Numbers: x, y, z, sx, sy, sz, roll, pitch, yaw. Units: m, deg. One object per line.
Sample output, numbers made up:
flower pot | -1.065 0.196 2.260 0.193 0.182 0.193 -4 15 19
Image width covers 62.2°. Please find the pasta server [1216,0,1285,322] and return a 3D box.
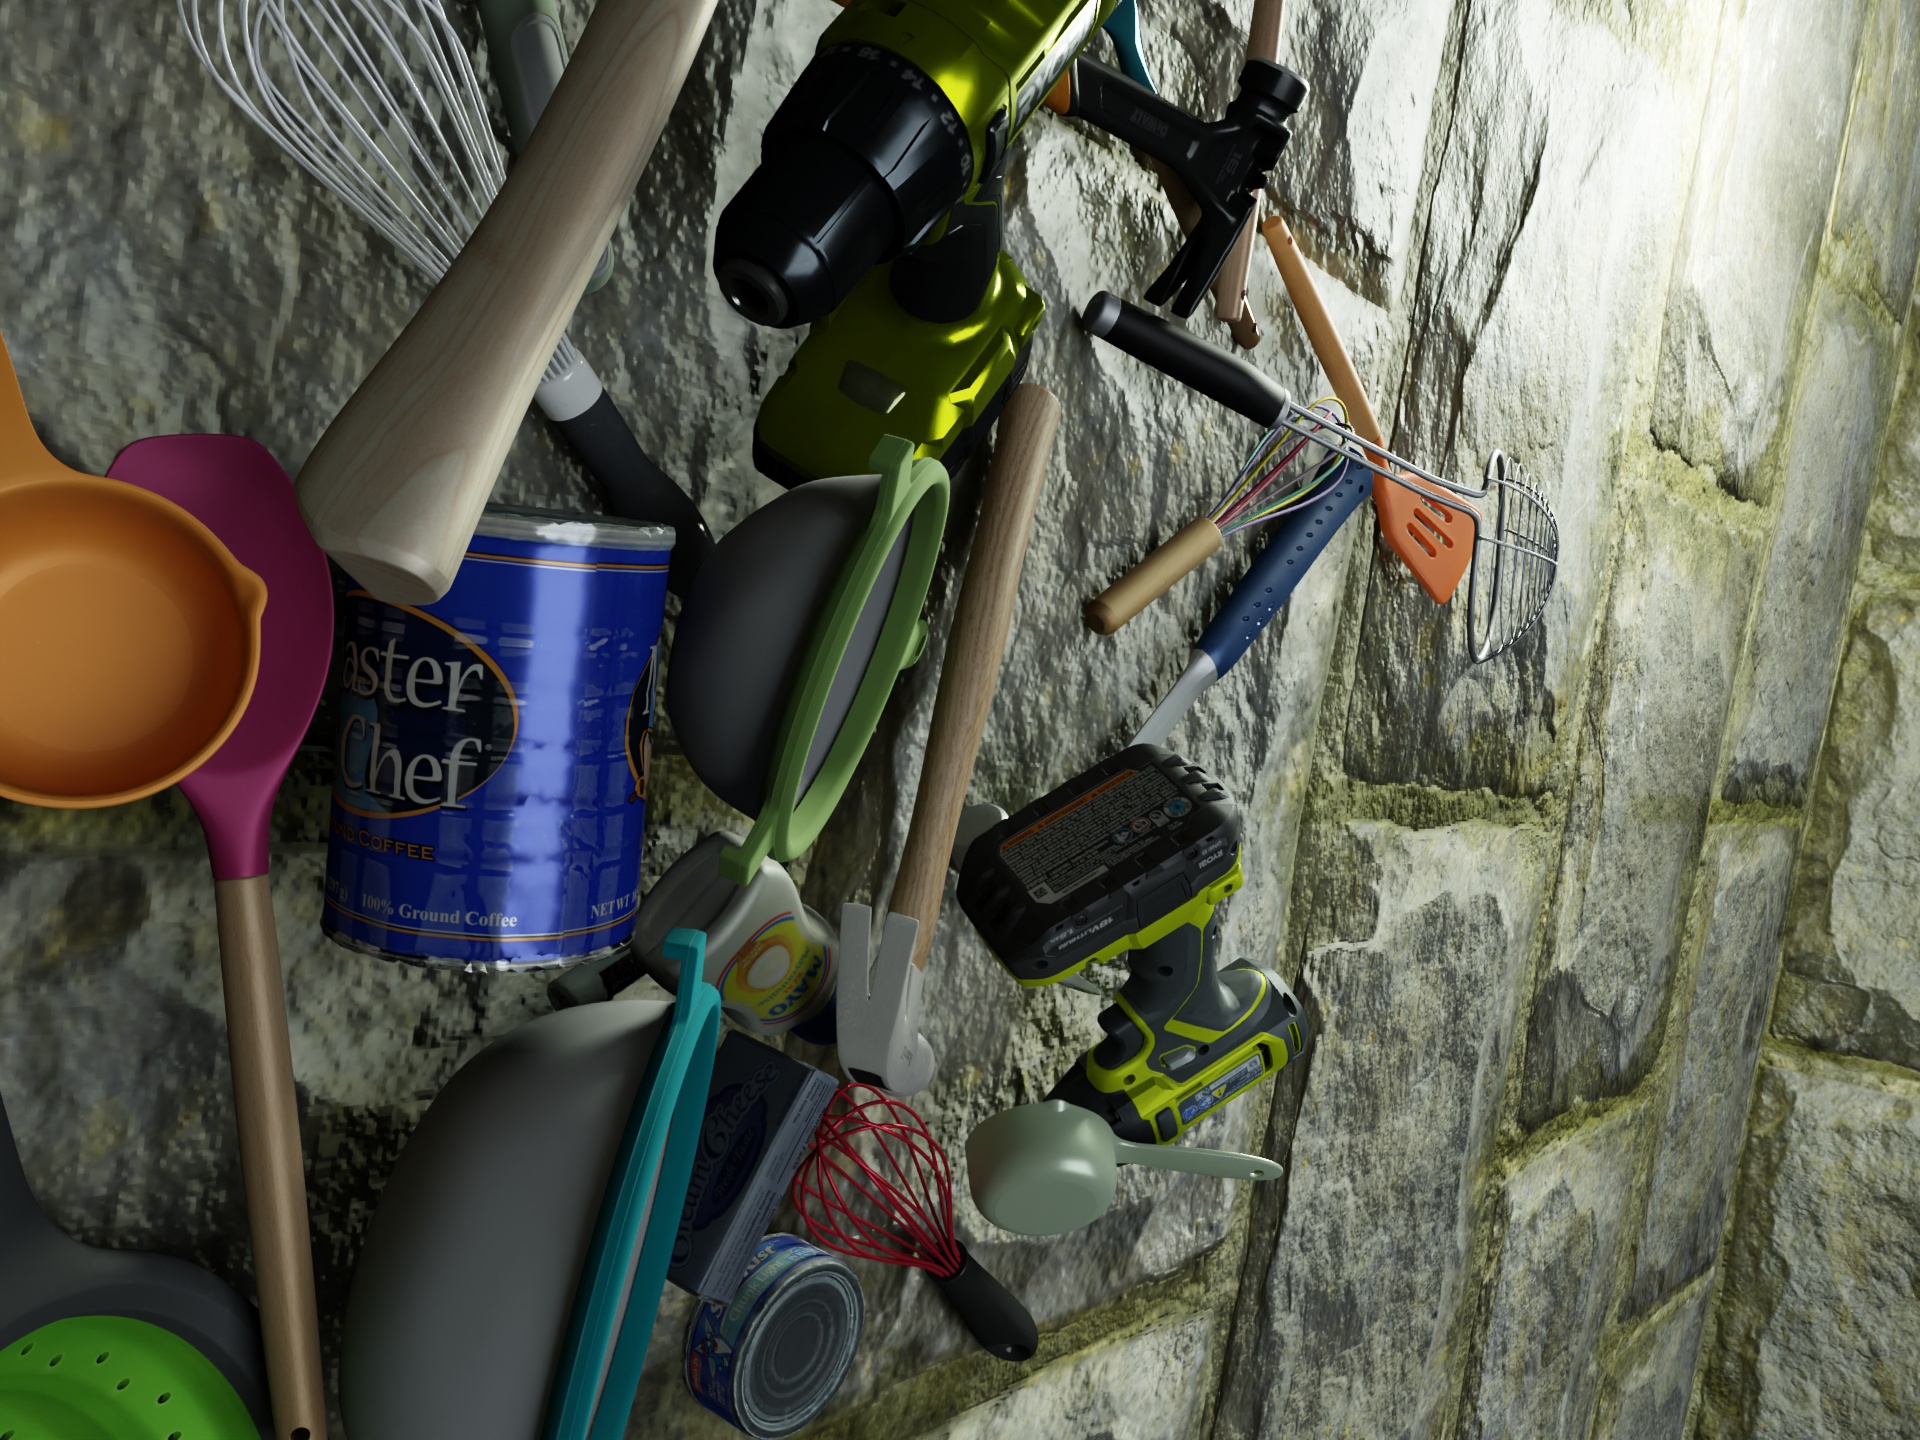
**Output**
pasta server | 0.154 -0.368 0.832 0.060 0.040 0.316 2 96 -50

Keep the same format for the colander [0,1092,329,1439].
colander | -0.286 0.176 0.425 0.204 0.094 0.397 -31 107 -77

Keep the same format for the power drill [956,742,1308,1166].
power drill | 0.084 0.135 0.805 0.171 0.080 0.223 -30 131 -12

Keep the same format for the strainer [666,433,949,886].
strainer | -0.056 -0.035 0.613 0.256 0.069 0.151 -43 155 -83

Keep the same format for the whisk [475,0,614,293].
whisk | -0.148 -0.258 0.506 0.058 0.059 0.246 -27 125 -29

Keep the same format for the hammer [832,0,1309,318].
hammer | 0.023 -0.281 0.689 0.336 0.034 0.127 9 114 -44

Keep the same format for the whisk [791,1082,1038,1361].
whisk | -0.014 0.263 0.796 0.073 0.073 0.295 -55 141 -25

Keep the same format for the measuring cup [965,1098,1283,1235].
measuring cup | 0.085 0.234 0.802 0.038 0.167 0.083 -91 -168 -47

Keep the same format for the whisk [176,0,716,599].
whisk | -0.151 -0.137 0.532 0.070 0.070 0.284 -56 141 -24

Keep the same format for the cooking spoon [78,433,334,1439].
cooking spoon | -0.216 0.073 0.484 0.068 0.017 0.319 -6 92 -26

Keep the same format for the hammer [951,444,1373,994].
hammer | 0.135 -0.020 0.914 0.405 0.035 0.143 -50 133 -30

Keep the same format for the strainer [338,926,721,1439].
strainer | -0.165 0.237 0.510 0.210 0.095 0.341 107 -3 -56

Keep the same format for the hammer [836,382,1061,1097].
hammer | -0.001 -0.002 0.712 0.130 0.031 0.331 71 30 -70

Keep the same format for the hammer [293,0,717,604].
hammer | -0.080 -0.217 0.470 0.038 0.146 0.411 63 41 -63

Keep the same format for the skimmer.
skimmer | 0.206 -0.140 0.894 0.363 0.090 0.127 21 72 -24

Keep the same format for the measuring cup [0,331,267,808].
measuring cup | -0.255 -0.059 0.433 0.095 0.052 0.173 -22 94 -25

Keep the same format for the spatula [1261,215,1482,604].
spatula | 0.262 -0.198 1.015 0.322 0.041 0.081 48 64 -44

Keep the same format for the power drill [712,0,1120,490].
power drill | -0.022 -0.163 0.559 0.191 0.080 0.228 -57 174 -22

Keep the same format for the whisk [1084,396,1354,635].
whisk | 0.151 -0.120 0.903 0.245 0.051 0.047 -38 162 -32

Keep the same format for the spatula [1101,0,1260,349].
spatula | 0.092 -0.296 0.802 0.317 0.044 0.082 48 63 -50
